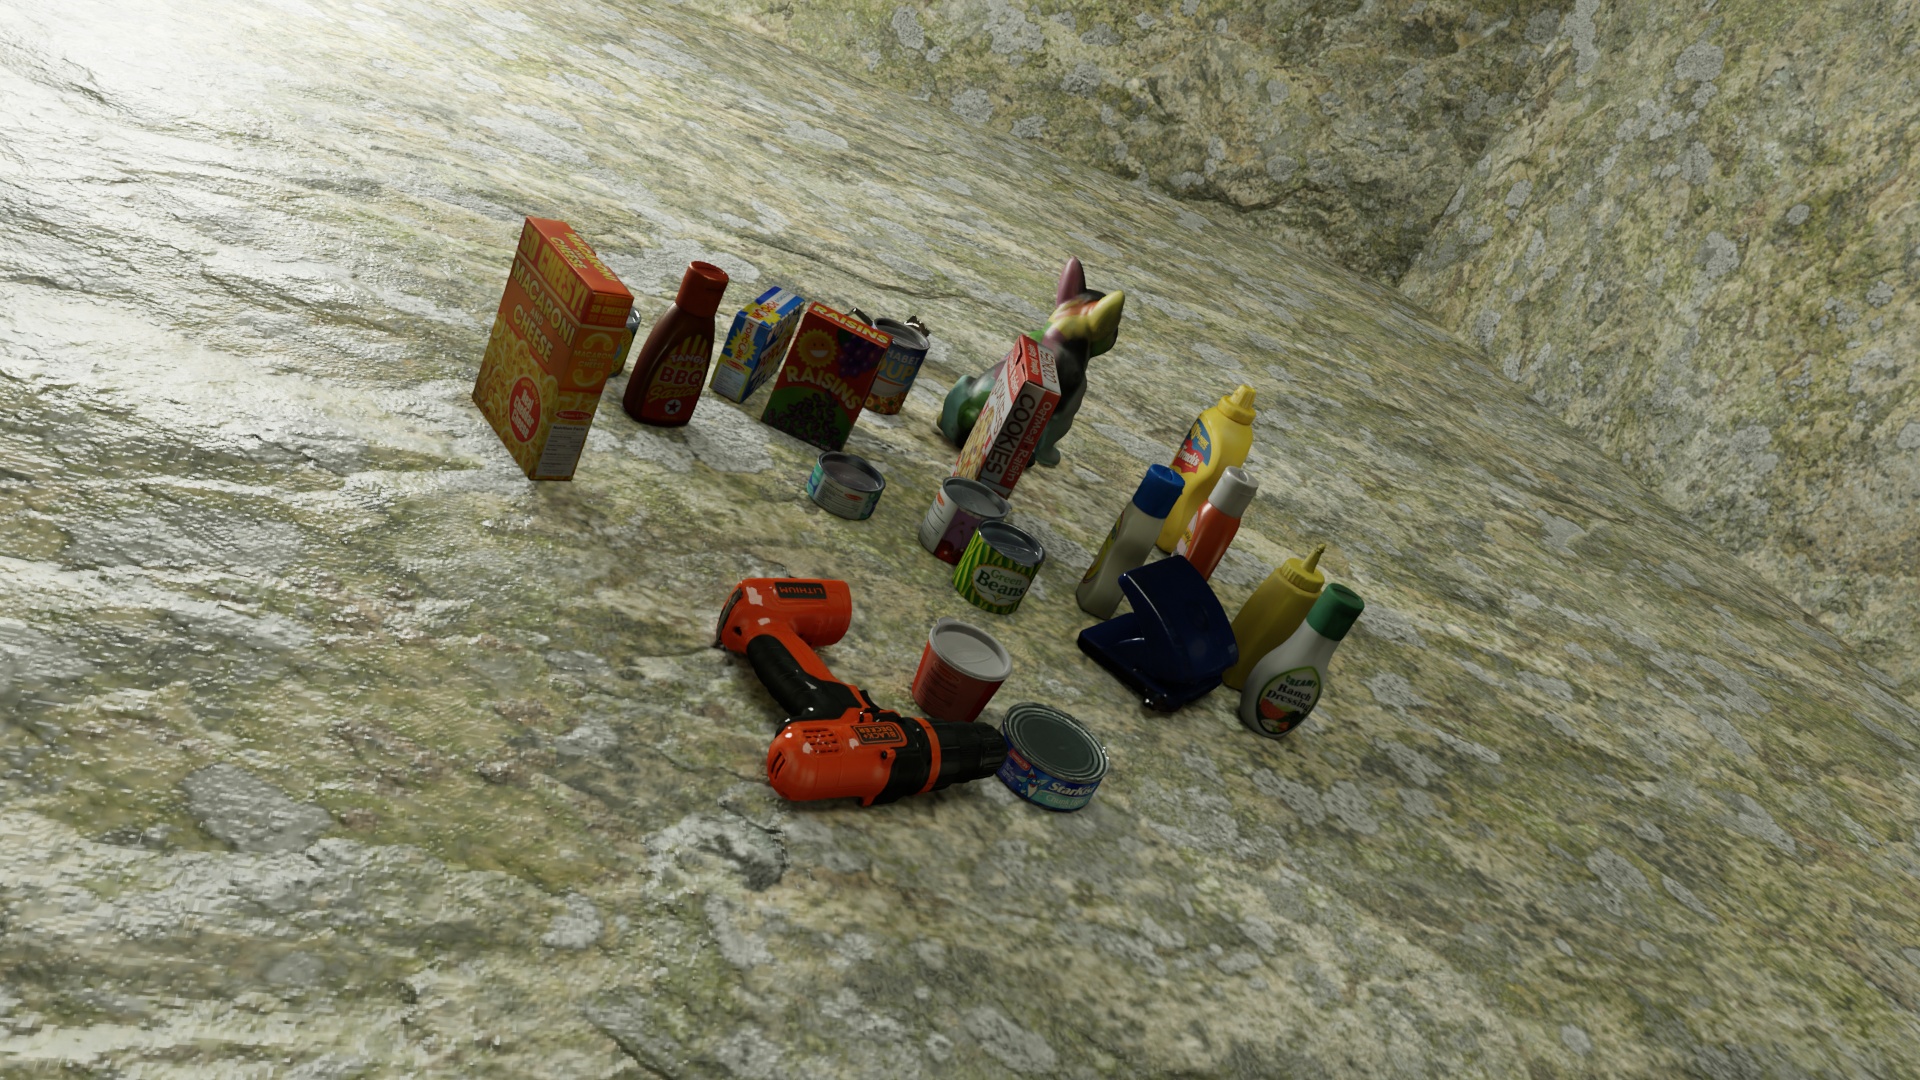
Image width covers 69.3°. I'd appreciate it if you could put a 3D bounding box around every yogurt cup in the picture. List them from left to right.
[{"bbox_3d":[-0.002,0.102,1.044,0.072,0.053,0.073,22,25,-11],"label":"yogurt cup"}]

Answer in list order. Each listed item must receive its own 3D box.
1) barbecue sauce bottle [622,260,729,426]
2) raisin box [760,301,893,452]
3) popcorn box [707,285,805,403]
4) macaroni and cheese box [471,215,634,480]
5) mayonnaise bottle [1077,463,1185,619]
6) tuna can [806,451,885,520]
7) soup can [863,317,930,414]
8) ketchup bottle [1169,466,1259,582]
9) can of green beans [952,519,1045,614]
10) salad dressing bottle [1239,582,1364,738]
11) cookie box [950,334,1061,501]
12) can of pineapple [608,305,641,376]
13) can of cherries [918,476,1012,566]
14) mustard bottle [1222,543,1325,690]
[{"bbox_3d":[-0.246,-0.173,1.223,0.065,0.148,0.044,2,35,-43],"label":"barbecue sauce bottle"},{"bbox_3d":[-0.128,-0.155,1.333,0.086,0.123,0.040,25,25,-4],"label":"raisin box"},{"bbox_3d":[-0.202,-0.198,1.389,0.038,0.085,0.127,27,25,-1],"label":"popcorn box"},{"bbox_3d":[-0.321,-0.149,1.084,0.040,0.165,0.124,0,36,-45],"label":"macaroni and cheese box"},{"bbox_3d":[0.157,-0.001,1.284,0.041,0.147,0.065,25,25,-4],"label":"mayonnaise bottle"},{"bbox_3d":[-0.104,-0.051,1.263,0.071,0.032,0.071,22,25,-11],"label":"tuna can"},{"bbox_3d":[-0.079,-0.185,1.486,0.071,0.083,0.072,22,25,-11],"label":"soup can"},{"bbox_3d":[0.243,-0.002,1.370,0.043,0.148,0.065,25,25,-5],"label":"ketchup bottle"},{"bbox_3d":[0.033,0.023,1.225,0.071,0.057,0.071,22,25,-11],"label":"can of green beans"},{"bbox_3d":[0.300,0.105,1.220,0.064,0.147,0.044,21,25,-14],"label":"salad dressing bottle"},{"bbox_3d":[0.040,-0.101,1.341,0.040,0.166,0.123,22,25,-12],"label":"cookie box"},{"bbox_3d":[-0.334,-0.190,1.279,0.071,0.057,0.071,22,25,-11],"label":"can of pineapple"},{"bbox_3d":[0.005,-0.016,1.271,0.071,0.058,0.072,22,25,-11],"label":"can of cherries"},{"bbox_3d":[0.293,0.066,1.273,0.065,0.159,0.049,13,28,-29],"label":"mustard bottle"}]
